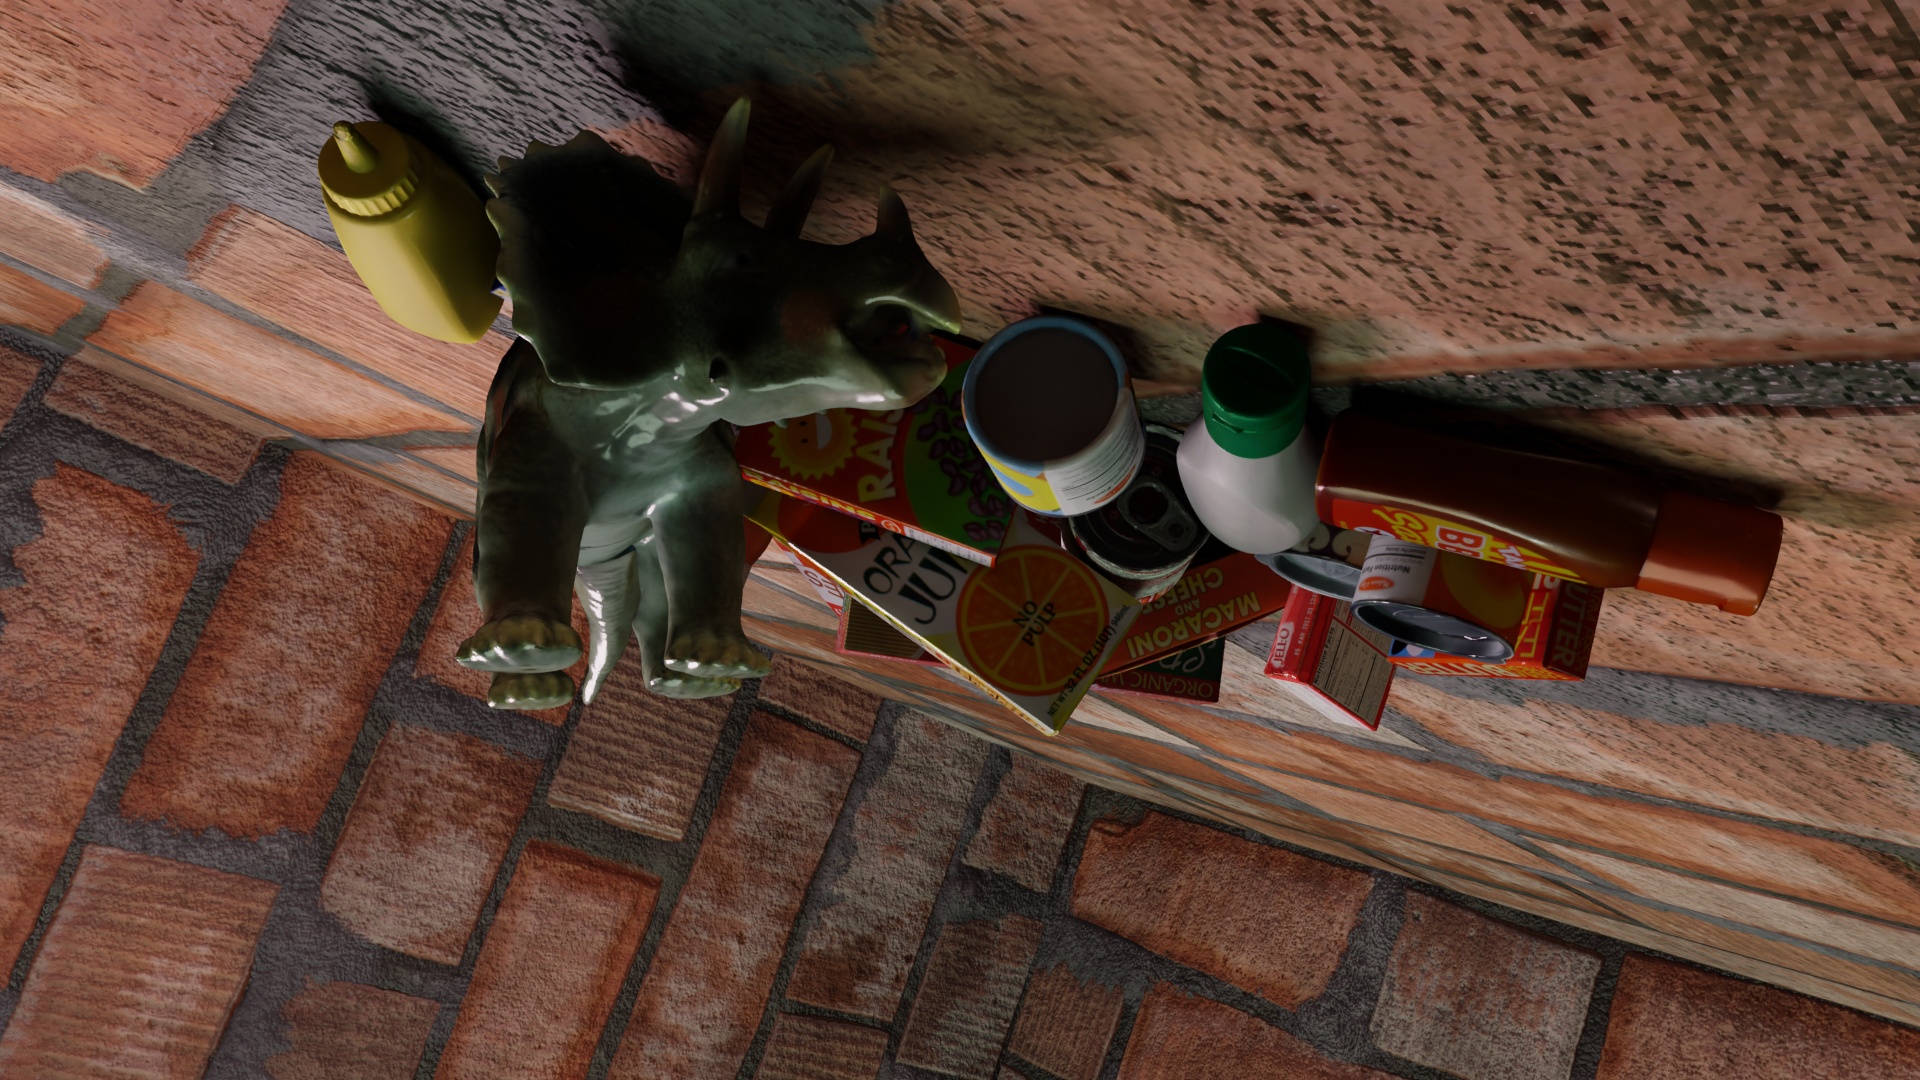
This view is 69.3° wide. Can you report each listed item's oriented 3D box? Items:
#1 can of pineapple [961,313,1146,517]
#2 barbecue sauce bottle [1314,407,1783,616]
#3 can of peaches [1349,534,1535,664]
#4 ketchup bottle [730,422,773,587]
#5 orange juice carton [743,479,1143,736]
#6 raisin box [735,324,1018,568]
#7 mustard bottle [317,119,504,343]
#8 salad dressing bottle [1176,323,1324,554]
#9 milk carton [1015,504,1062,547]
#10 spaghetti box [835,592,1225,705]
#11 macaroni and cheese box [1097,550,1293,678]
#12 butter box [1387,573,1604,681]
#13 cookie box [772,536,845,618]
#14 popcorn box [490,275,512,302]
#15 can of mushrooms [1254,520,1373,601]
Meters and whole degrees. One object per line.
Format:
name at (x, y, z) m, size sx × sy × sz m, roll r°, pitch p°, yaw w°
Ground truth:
can of pineapple at (0.037, -0.050, 0.550) m, size 0.071 × 0.071 × 0.057 m, roll 17°, pitch 168°, yaw 17°
barbecue sauce bottle at (0.205, -0.010, 0.494) m, size 0.148 × 0.043 × 0.065 m, roll 16°, pitch 176°, yaw 22°
can of peaches at (0.203, 0.012, 0.572) m, size 0.071 × 0.058 × 0.071 m, roll 19°, pitch 169°, yaw 4°
ketchup bottle at (-0.109, -0.028, 0.701) m, size 0.043 × 0.149 × 0.064 m, roll 25°, pitch 168°, yaw -27°
orange juice carton at (-0.014, 0.009, 0.660) m, size 0.193 × 0.072 × 0.073 m, roll 35°, pitch 172°, yaw 6°
raisin box at (-0.028, -0.049, 0.612) m, size 0.123 × 0.086 × 0.040 m, roll 20°, pitch 173°, yaw 3°
mustard bottle at (-0.247, -0.144, 0.619) m, size 0.049 × 0.065 × 0.159 m, roll 14°, pitch 163°, yaw 3°
salad dressing bottle at (0.113, -0.036, 0.535) m, size 0.064 × 0.044 × 0.147 m, roll 34°, pitch 173°, yaw 18°
milk carton at (0.003, -0.010, 0.787) m, size 0.191 × 0.073 × 0.072 m, roll 21°, pitch 169°, yaw -4°
spaghetti box at (0.048, 0.064, 0.884) m, size 0.250 × 0.050 × 0.028 m, roll 9°, pitch 170°, yaw -11°
macaroni and cheese box at (0.100, 0.046, 0.796) m, size 0.124 × 0.040 × 0.166 m, roll -19°, pitch 177°, yaw -14°
butter box at (0.240, 0.035, 0.628) m, size 0.024 × 0.053 × 0.103 m, roll 22°, pitch 169°, yaw -19°
cookie box at (-0.072, 0.003, 0.941) m, size 0.123 × 0.040 × 0.167 m, roll 10°, pitch 147°, yaw 43°
popcorn box at (-0.154, -0.117, 0.634) m, size 0.085 × 0.038 × 0.126 m, roll 27°, pitch 167°, yaw -30°
can of mushrooms at (0.175, 0.003, 0.643) m, size 0.071 × 0.033 × 0.071 m, roll 19°, pitch 170°, yaw 4°
